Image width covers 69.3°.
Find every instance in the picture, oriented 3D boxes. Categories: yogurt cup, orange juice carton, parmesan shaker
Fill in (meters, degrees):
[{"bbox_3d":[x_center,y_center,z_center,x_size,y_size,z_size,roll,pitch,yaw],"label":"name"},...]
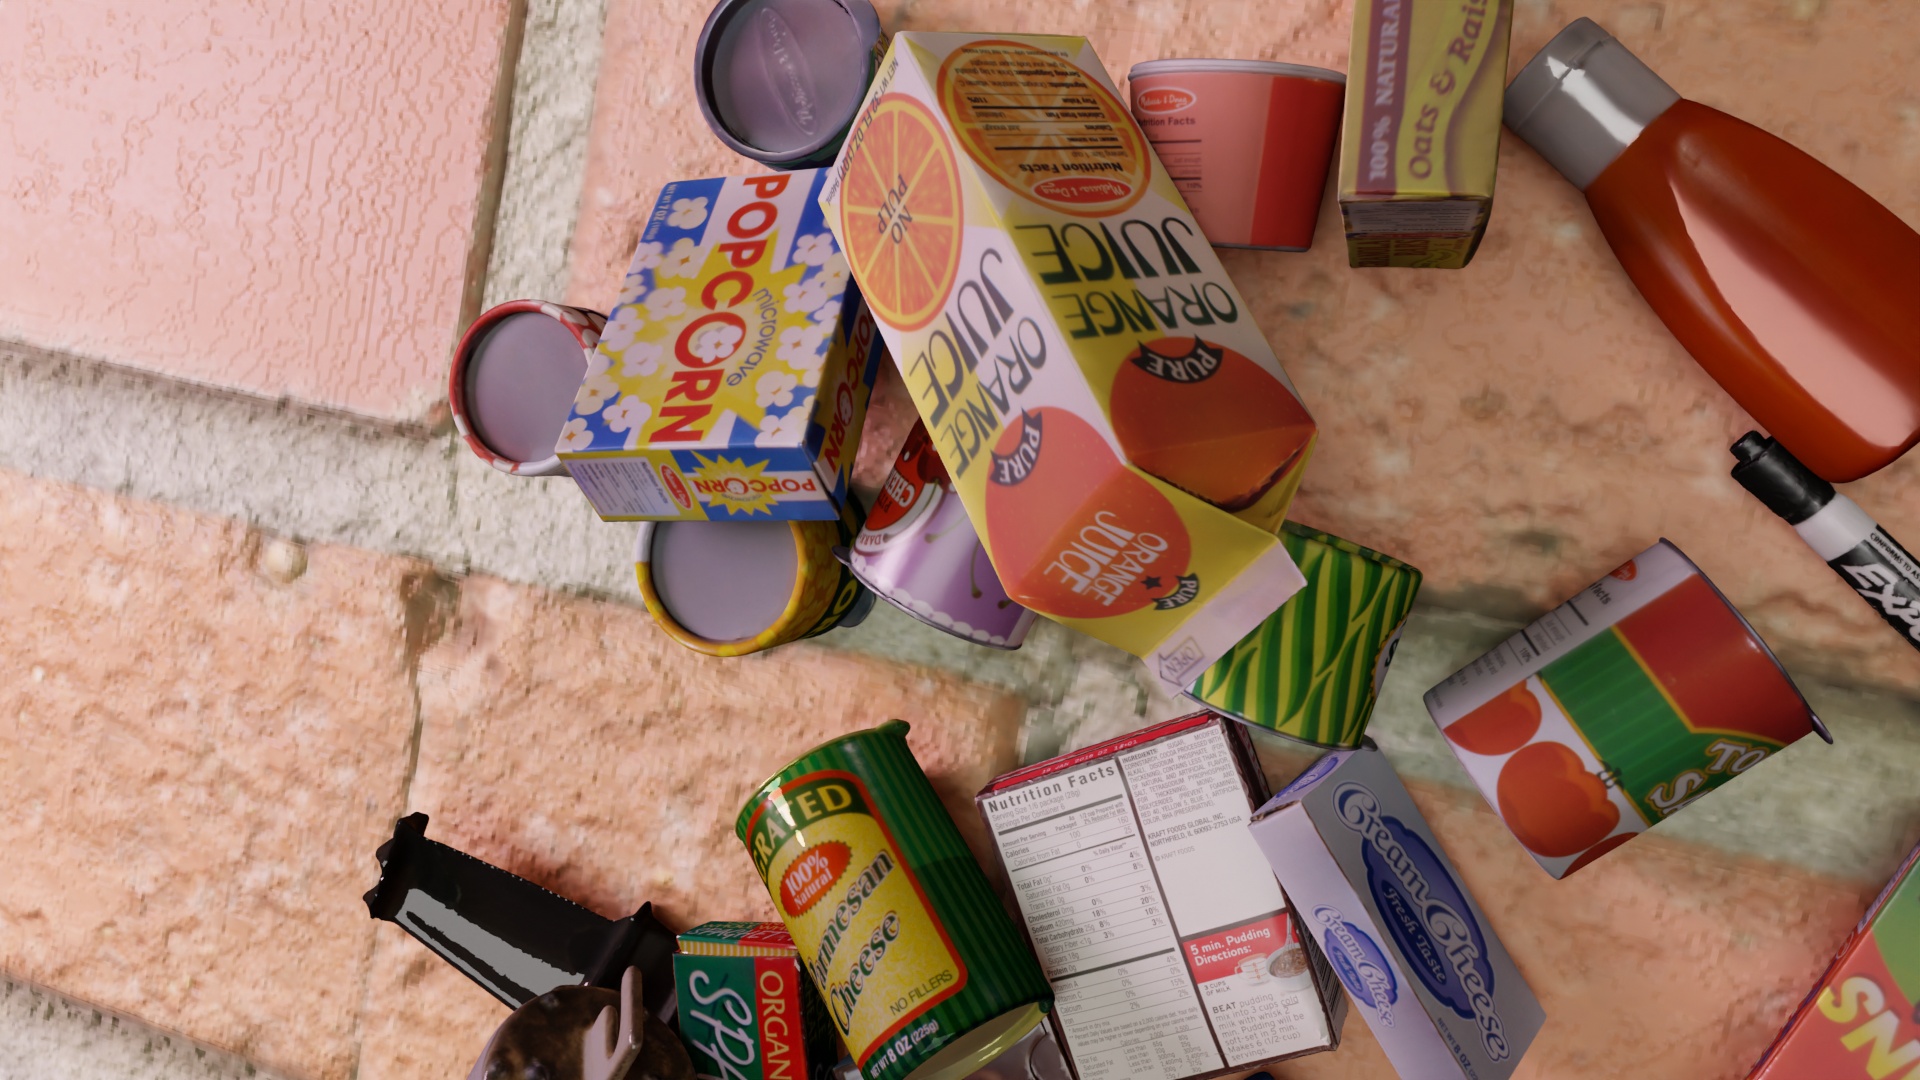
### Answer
[{"bbox_3d":[0.084,-0.118,0.433,0.072,0.072,0.053,7,103,17],"label":"yogurt cup"},{"bbox_3d":[0.034,-0.053,0.404,0.193,0.073,0.071,65,145,20],"label":"orange juice carton"},{"bbox_3d":[-0.021,0.121,0.456,0.071,0.071,0.103,-42,61,14],"label":"parmesan shaker"}]

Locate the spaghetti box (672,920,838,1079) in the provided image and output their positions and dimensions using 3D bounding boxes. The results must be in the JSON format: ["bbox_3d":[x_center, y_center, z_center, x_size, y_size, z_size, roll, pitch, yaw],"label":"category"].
[{"bbox_3d":[-0.066,0.260,0.503,0.050,0.029,0.249,-3,95,16],"label":"spaghetti box"}]

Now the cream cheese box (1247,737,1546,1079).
[{"bbox_3d":[0.135,0.117,0.430,0.024,0.053,0.104,-37,81,43],"label":"cream cheese box"}]

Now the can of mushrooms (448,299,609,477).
[{"bbox_3d":[-0.157,-0.058,0.523,0.071,0.033,0.071,1,93,17],"label":"can of mushrooms"}]

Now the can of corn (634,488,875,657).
[{"bbox_3d":[-0.069,0.007,0.486,0.071,0.058,0.071,1,93,17],"label":"can of corn"}]

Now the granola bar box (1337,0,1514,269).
[{"bbox_3d":[0.132,-0.165,0.383,0.039,0.124,0.165,5,94,16],"label":"granola bar box"}]

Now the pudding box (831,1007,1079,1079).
[{"bbox_3d":[0.003,0.191,0.487,0.083,0.030,0.049,-26,84,16],"label":"pudding box"}]

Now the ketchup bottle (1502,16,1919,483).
[{"bbox_3d":[0.221,-0.089,0.400,0.065,0.043,0.149,-41,79,-6],"label":"ketchup bottle"}]

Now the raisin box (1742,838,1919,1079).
[{"bbox_3d":[0.281,0.150,0.384,0.086,0.040,0.123,35,102,30],"label":"raisin box"}]

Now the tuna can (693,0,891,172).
[{"bbox_3d":[-0.055,-0.164,0.488,0.071,0.033,0.071,1,93,17],"label":"tuna can"}]

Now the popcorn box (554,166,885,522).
[{"bbox_3d":[-0.071,-0.068,0.460,0.085,0.038,0.127,0,55,16],"label":"popcorn box"}]

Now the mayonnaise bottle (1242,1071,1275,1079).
[{"bbox_3d":[0.132,0.240,0.435,0.041,0.065,0.148,-45,76,22],"label":"mayonnaise bottle"}]

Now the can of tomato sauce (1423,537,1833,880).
[{"bbox_3d":[0.191,0.051,0.405,0.083,0.071,0.071,-37,82,16],"label":"can of tomato sauce"}]

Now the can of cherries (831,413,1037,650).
[{"bbox_3d":[0.002,-0.006,0.458,0.071,0.071,0.058,30,100,14],"label":"can of cherries"}]

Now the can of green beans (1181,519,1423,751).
[{"bbox_3d":[0.102,0.026,0.431,0.071,0.071,0.057,21,98,15],"label":"can of green beans"}]
